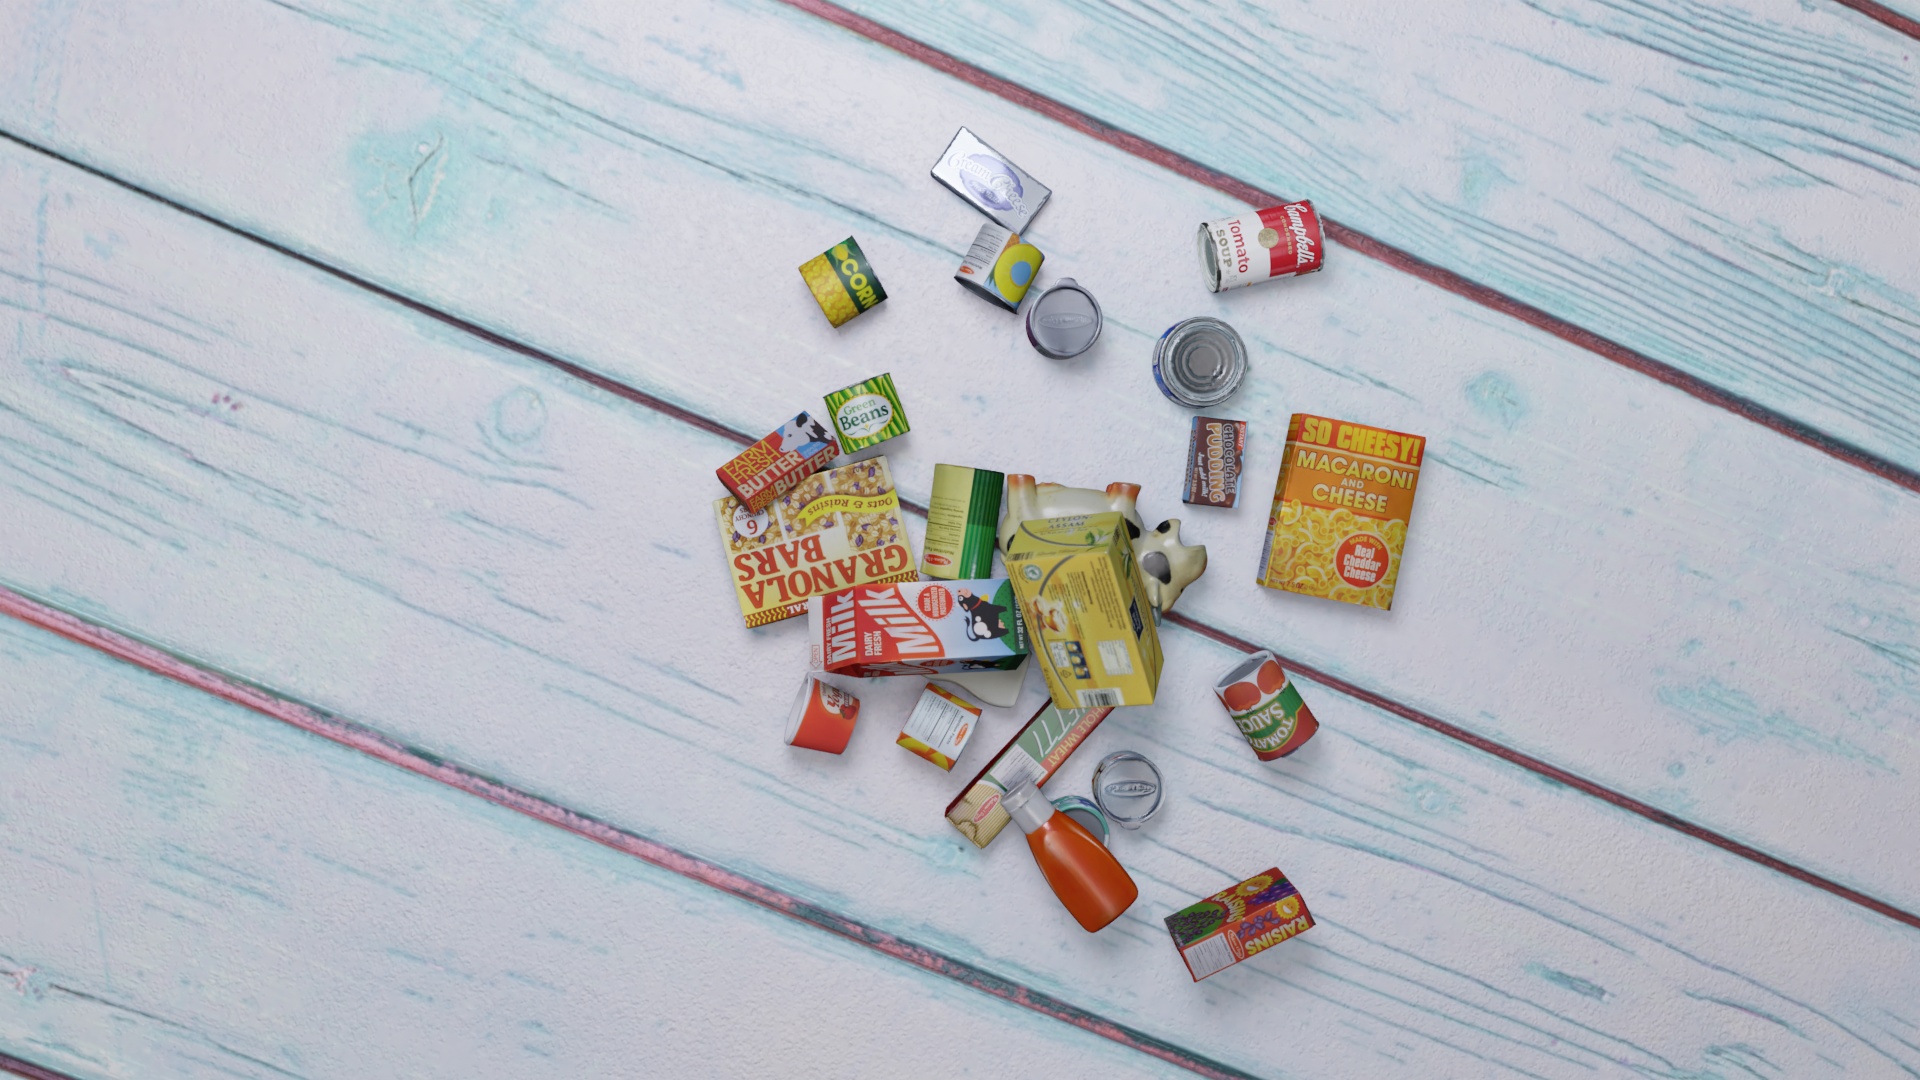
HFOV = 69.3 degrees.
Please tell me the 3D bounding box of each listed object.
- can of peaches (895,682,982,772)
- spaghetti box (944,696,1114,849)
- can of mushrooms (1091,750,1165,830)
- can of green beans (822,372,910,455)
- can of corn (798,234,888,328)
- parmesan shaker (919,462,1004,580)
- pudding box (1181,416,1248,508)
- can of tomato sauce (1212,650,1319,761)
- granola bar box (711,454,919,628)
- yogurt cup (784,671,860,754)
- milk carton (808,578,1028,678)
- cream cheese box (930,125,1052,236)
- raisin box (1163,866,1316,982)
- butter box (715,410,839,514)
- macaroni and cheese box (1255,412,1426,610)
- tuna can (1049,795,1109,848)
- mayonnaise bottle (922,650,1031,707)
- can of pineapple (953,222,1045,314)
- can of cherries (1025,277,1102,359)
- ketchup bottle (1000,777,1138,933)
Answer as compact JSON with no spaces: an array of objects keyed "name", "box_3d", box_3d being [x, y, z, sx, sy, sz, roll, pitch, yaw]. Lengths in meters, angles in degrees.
[{"name":"can of peaches","box_3d":[-0.021,0.174,1.293,0.058,0.071,0.071,28,92,0]},{"name":"spaghetti box","box_3d":[0.087,0.184,1.316,0.050,0.029,0.250,43,91,-4]},{"name":"can of mushrooms","box_3d":[0.159,0.236,1.319,0.071,0.033,0.071,0,91,-5]},{"name":"can of green beans","box_3d":[-0.086,-0.116,1.274,0.071,0.071,0.057,-21,94,-1]},{"name":"can of corn","box_3d":[-0.106,-0.234,1.264,0.058,0.071,0.071,-30,94,1]},{"name":"parmesan shaker","box_3d":[0.005,-0.016,1.281,0.071,0.071,0.103,8,92,-3]},{"name":"pudding box","box_3d":[0.240,-0.073,1.309,0.050,0.030,0.083,7,93,-4]},{"name":"can of tomato sauce","box_3d":[0.285,0.156,1.303,0.071,0.071,0.083,-34,94,0]},{"name":"granola bar box","box_3d":[-0.133,0.001,1.292,0.166,0.039,0.124,-15,93,-2]},{"name":"yogurt cup","box_3d":[-0.128,0.165,1.289,0.054,0.072,0.072,21,92,-12]},{"name":"milk carton","box_3d":[-0.040,0.080,1.244,0.191,0.073,0.072,-2,73,-7]},{"name":"cream cheese box","box_3d":[0.028,-0.331,1.288,0.104,0.024,0.053,36,91,-4]},{"name":"raisin box","box_3d":[0.260,0.360,1.305,0.123,0.086,0.040,-25,93,-1]},{"name":"butter box","box_3d":[-0.167,-0.071,1.267,0.104,0.024,0.053,-37,55,-18]},{"name":"macaroni and cheese box","box_3d":[0.358,-0.028,1.311,0.124,0.040,0.166,11,93,-3]},{"name":"tuna can","box_3d":[0.106,0.277,1.320,0.071,0.033,0.071,0,93,-3]},{"name":"mayonnaise bottle","box_3d":[-0.011,0.106,1.302,0.148,0.041,0.065,19,85,-2]},{"name":"can of pineapple","box_3d":[0.037,-0.249,1.274,0.071,0.071,0.058,29,92,-4]},{"name":"can of cherries","box_3d":[0.095,-0.204,1.281,0.071,0.058,0.071,0,93,-1]},{"name":"ketchup bottle","box_3d":[0.096,0.286,1.280,0.065,0.043,0.148,-39,94,-1]}]
